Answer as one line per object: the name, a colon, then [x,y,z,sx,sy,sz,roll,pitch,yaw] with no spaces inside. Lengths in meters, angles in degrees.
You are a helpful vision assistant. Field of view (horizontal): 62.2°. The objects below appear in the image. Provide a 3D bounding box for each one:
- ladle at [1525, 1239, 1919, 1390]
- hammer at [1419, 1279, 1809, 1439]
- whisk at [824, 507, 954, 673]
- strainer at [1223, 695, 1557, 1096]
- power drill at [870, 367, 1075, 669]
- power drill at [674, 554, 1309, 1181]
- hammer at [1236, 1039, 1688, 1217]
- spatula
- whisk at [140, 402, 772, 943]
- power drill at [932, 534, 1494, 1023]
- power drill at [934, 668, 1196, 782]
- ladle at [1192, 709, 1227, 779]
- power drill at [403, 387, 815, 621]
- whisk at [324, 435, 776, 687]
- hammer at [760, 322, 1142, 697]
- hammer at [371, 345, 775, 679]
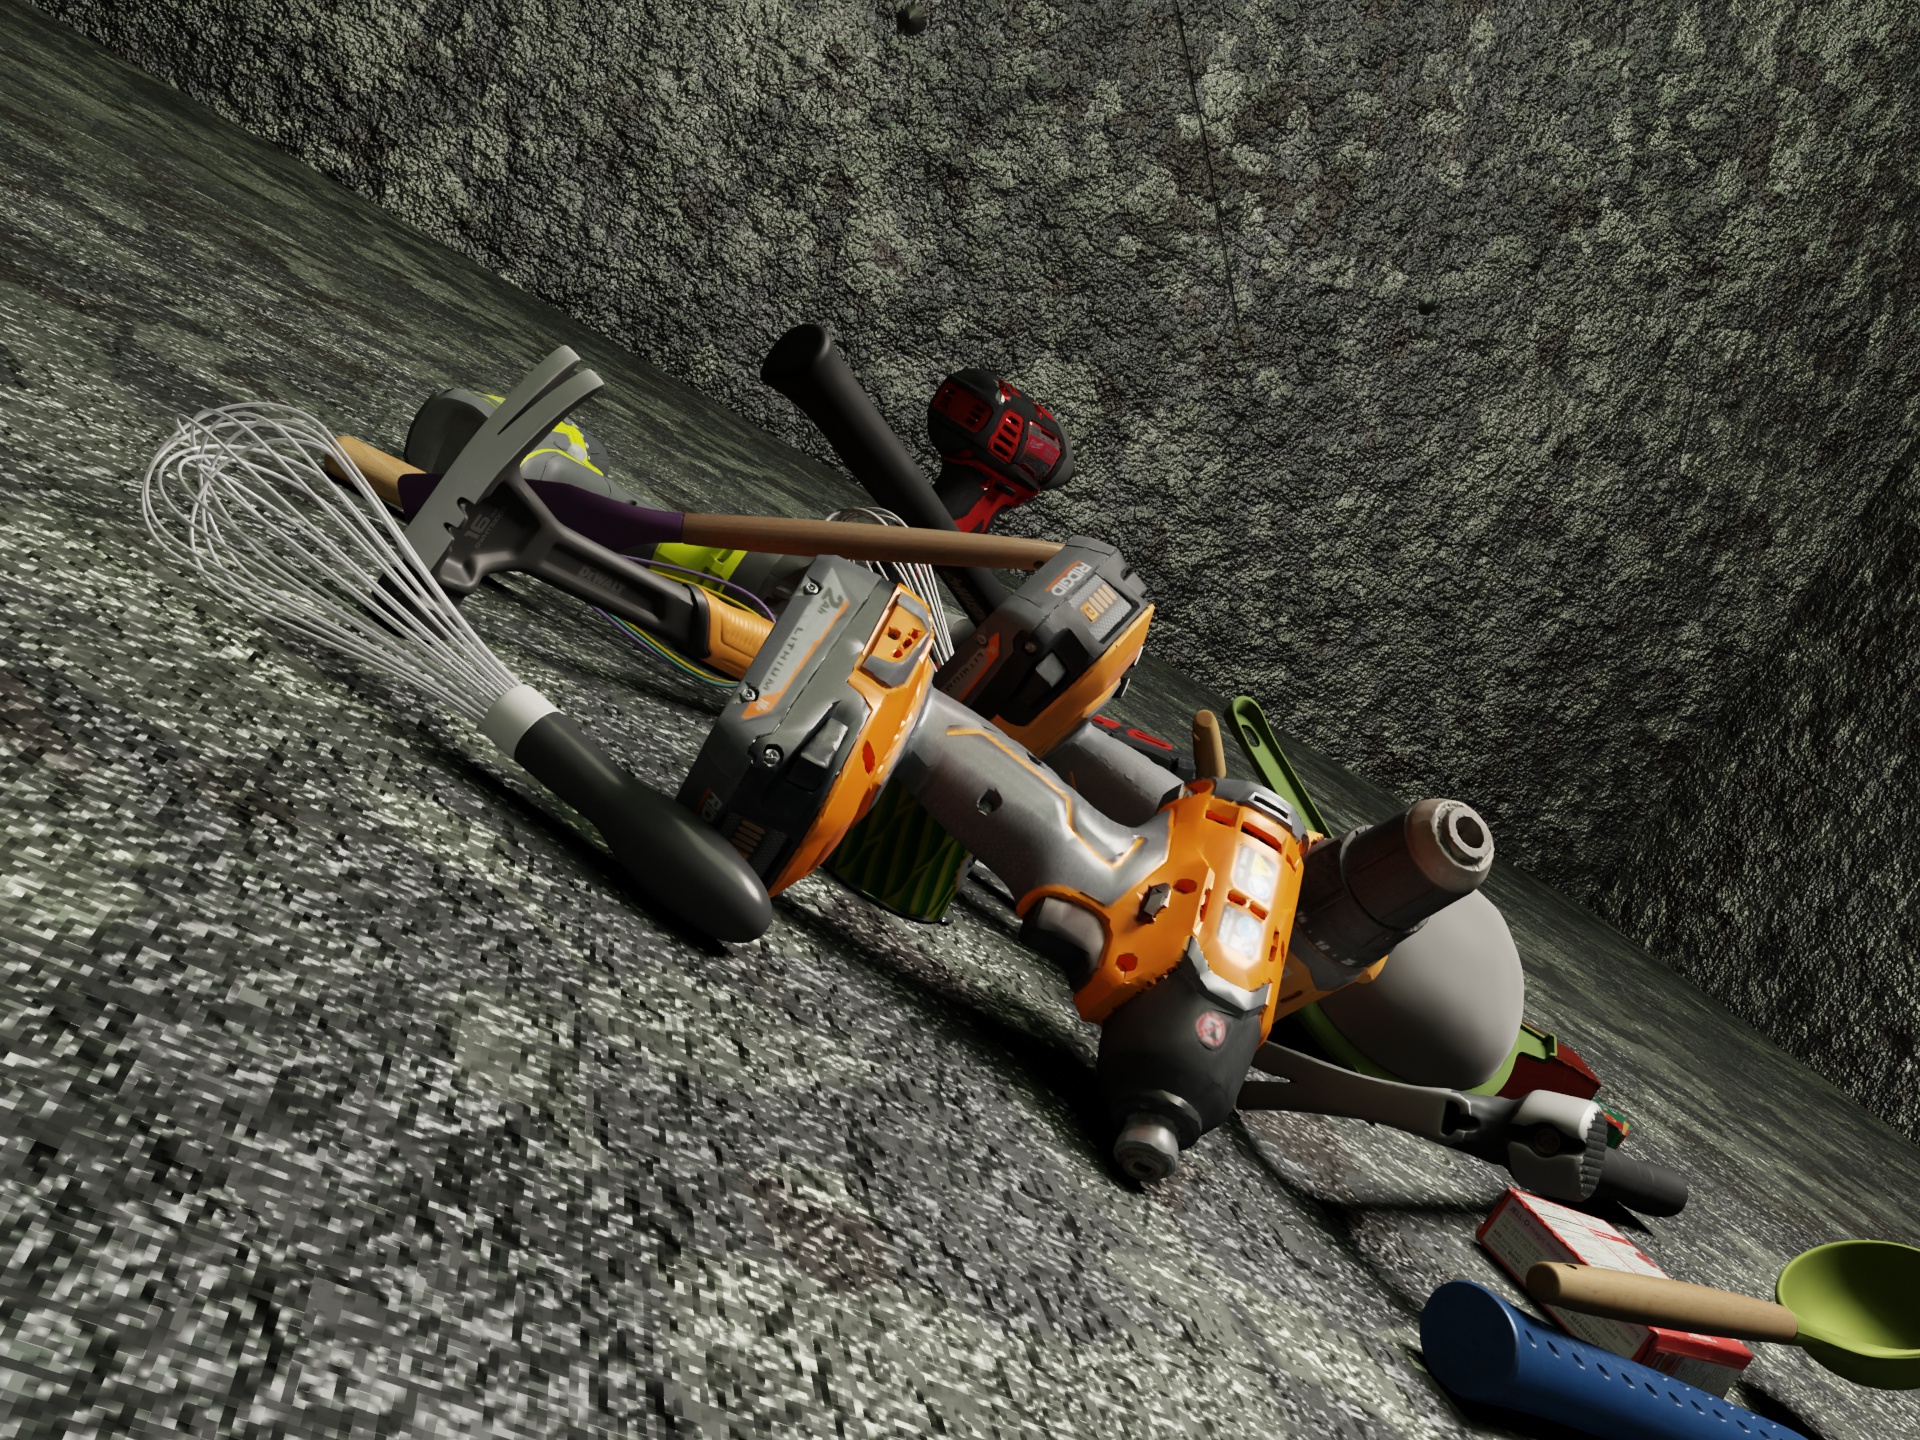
ladle: [0.308,0.220,0.616,0.319,0.062,0.078,23,-11,-38]
hammer: [0.329,0.286,0.594,0.405,0.035,0.144,27,10,-25]
whisk: [-0.001,-0.002,0.782,0.059,0.057,0.246,-16,71,-47]
strainer: [0.219,0.077,0.844,0.151,0.069,0.257,-6,56,-34]
power drill: [-0.005,-0.120,1.078,0.079,0.219,0.143,37,11,31]
power drill: [0.014,0.054,0.570,0.226,0.084,0.164,30,46,-6]
hammer: [0.273,0.205,0.753,0.149,0.036,0.408,6,-14,38]
spatula: [-0.106,-0.088,0.760,0.316,0.059,0.018,3,52,-2]
whisk: [-0.171,-0.019,0.541,0.285,0.070,0.070,38,10,12]
power drill: [0.101,0.027,0.688,0.226,0.185,0.084,46,52,0]
power drill: [0.044,0.021,0.937,0.188,0.080,0.227,21,6,0]
ladle: [0.157,0.058,0.972,0.069,0.031,0.315,49,-6,24]
power drill: [-0.186,-0.116,0.931,0.228,0.080,0.190,30,9,5]
whisk: [-0.203,-0.077,0.802,0.245,0.051,0.047,26,-25,-8]
hammer: [-0.010,-0.100,0.854,0.146,0.035,0.334,15,-18,29]
hammer: [-0.105,-0.046,0.747,0.034,0.127,0.336,43,8,35]
